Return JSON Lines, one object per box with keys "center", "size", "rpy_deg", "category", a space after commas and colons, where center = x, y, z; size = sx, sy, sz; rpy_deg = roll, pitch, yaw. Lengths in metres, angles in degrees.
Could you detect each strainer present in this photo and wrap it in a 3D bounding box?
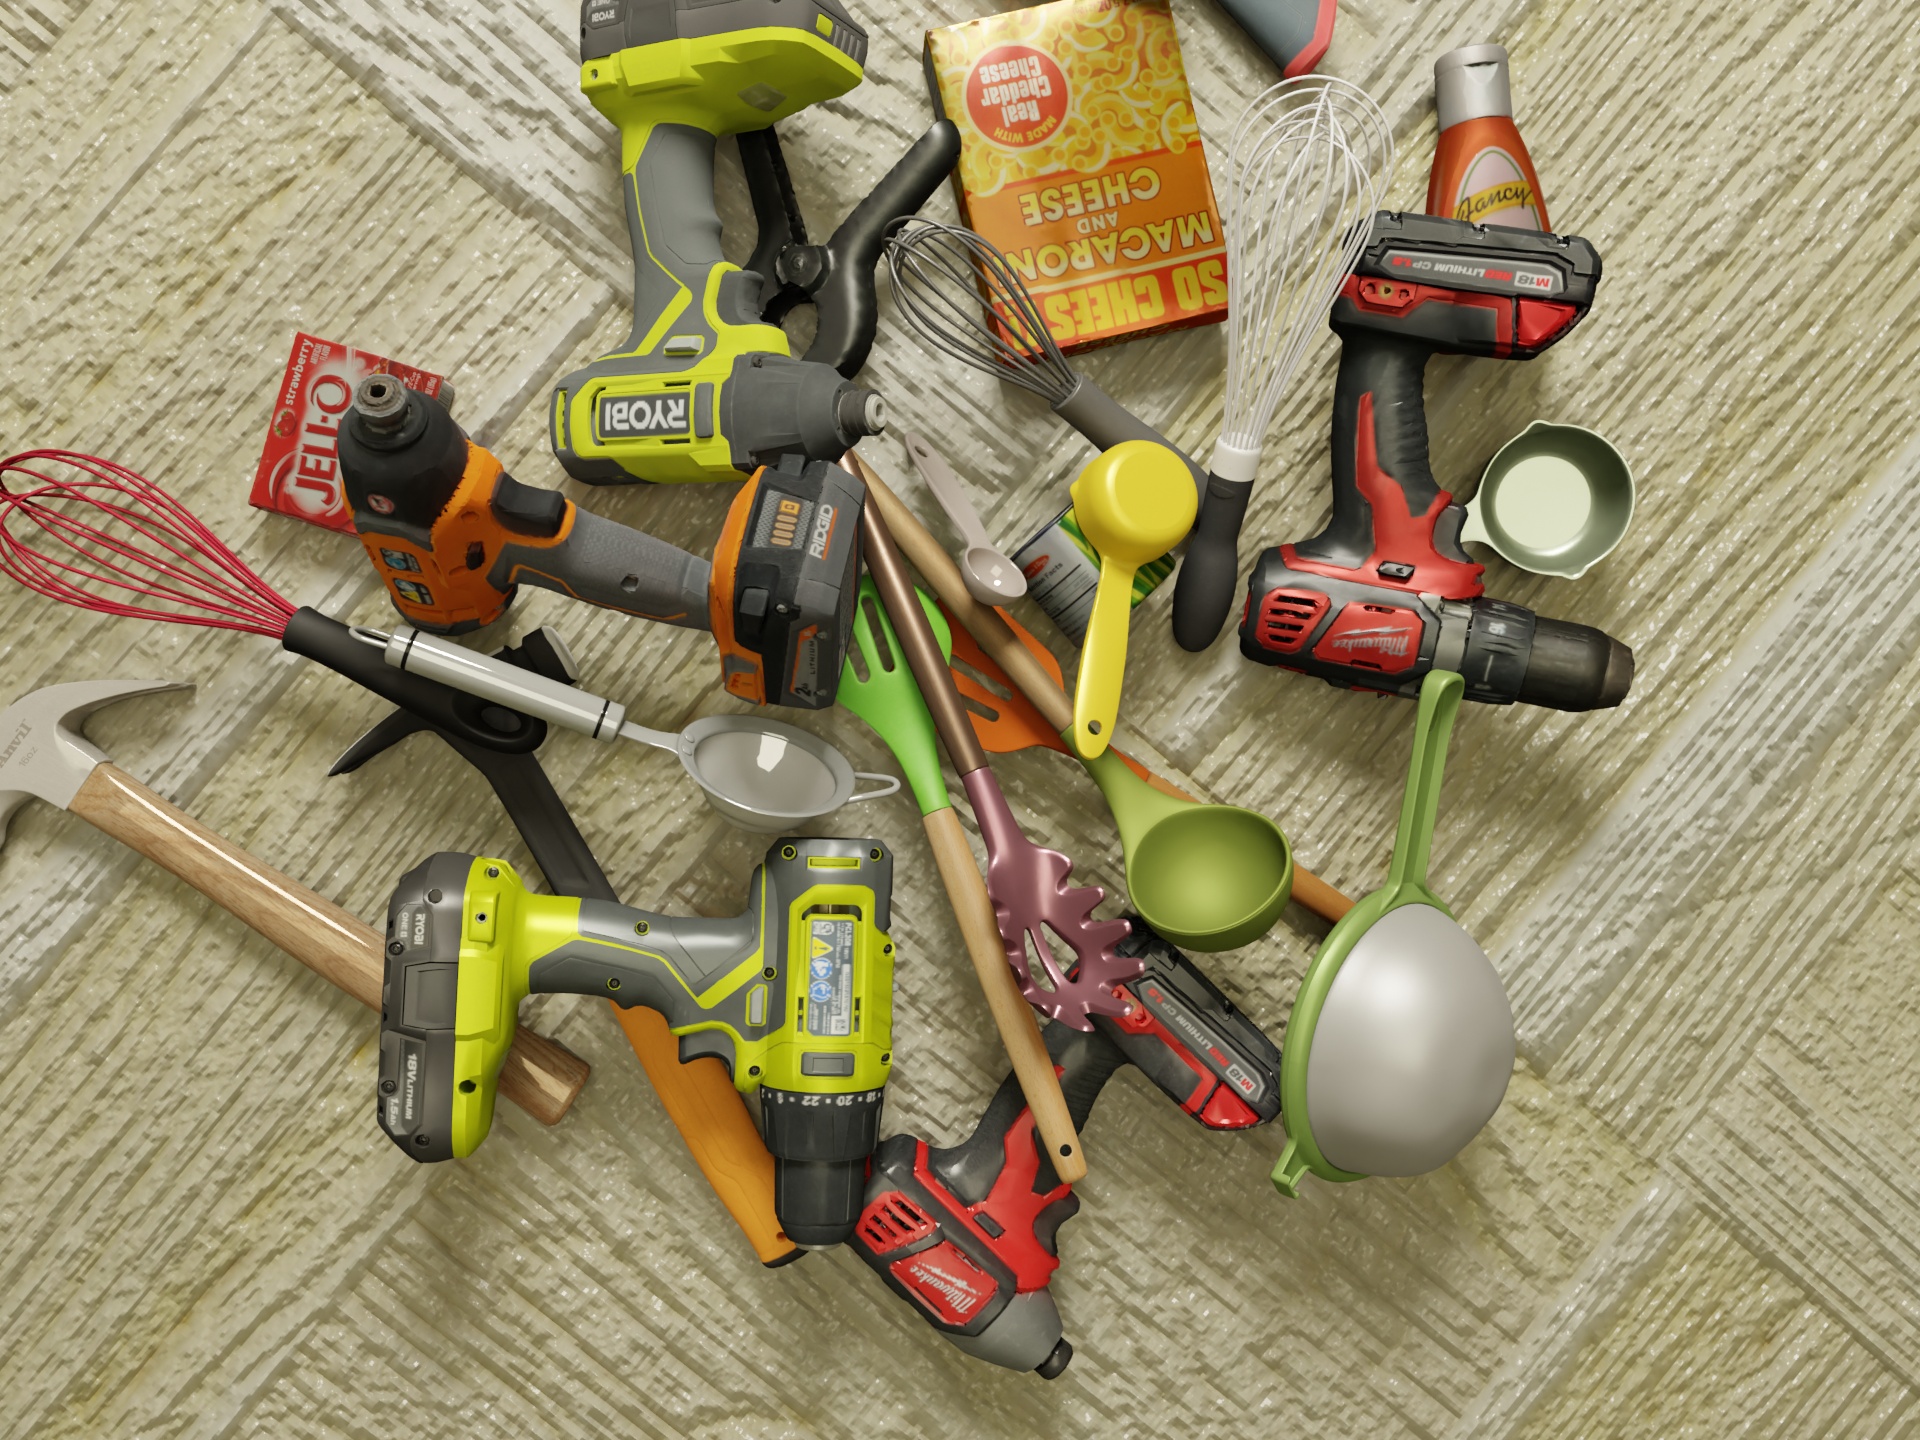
{"center": [0.230, 0.107, 0.753], "size": [0.151, 0.069, 0.256], "rpy_deg": [-2, 102, -43], "category": "strainer"}
{"center": [-0.156, 0.005, 0.740], "size": [0.258, 0.087, 0.050], "rpy_deg": [21, 116, -12], "category": "strainer"}

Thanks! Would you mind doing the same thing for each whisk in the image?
{"center": [0.135, -0.153, 0.742], "size": [0.070, 0.070, 0.284], "rpy_deg": [6, 125, -4], "category": "whisk"}
{"center": [0.054, -0.160, 0.768], "size": [0.238, 0.055, 0.055], "rpy_deg": [35, 88, -27], "category": "whisk"}
{"center": [-0.331, -0.052, 0.752], "size": [0.296, 0.073, 0.073], "rpy_deg": [24, 89, 1], "category": "whisk"}

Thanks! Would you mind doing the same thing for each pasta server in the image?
{"center": [-0.001, -0.002, 0.751], "size": [0.060, 0.040, 0.316], "rpy_deg": [-19, 79, -25], "category": "pasta server"}

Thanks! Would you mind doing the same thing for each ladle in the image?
{"center": [0.038, -0.021, 0.764], "size": [0.078, 0.062, 0.320], "rpy_deg": [-37, 78, -15], "category": "ladle"}

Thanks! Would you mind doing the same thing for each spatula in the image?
{"center": [0.111, 0.044, 0.818], "size": [0.322, 0.041, 0.081], "rpy_deg": [33, 87, -8], "category": "spatula"}

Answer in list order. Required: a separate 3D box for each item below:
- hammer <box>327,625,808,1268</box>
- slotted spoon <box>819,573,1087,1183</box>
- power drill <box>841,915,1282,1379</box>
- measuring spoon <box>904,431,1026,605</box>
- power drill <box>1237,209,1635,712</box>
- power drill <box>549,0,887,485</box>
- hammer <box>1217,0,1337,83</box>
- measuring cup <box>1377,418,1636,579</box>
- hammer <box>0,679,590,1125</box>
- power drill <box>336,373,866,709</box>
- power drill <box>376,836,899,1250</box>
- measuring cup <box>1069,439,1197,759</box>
{"center": [-0.174, 0.127, 0.791], "size": [0.127, 0.034, 0.337], "rpy_deg": [-31, 93, -4], "category": "hammer"}
{"center": [0.000, 0.067, 0.764], "size": [0.070, 0.031, 0.314], "rpy_deg": [-20, 77, -4], "category": "slotted spoon"}
{"center": [0.056, 0.216, 0.790], "size": [0.143, 0.078, 0.219], "rpy_deg": [45, 91, -2], "category": "power drill"}
{"center": [-0.004, -0.098, 0.781], "size": [0.034, 0.124, 0.018], "rpy_deg": [6, 133, -38], "category": "measuring spoon"}
{"center": [0.246, -0.117, 0.769], "size": [0.188, 0.080, 0.226], "rpy_deg": [12, 102, 11], "category": "power drill"}
{"center": [-0.109, -0.223, 0.742], "size": [0.171, 0.080, 0.223], "rpy_deg": [3, 93, 28], "category": "power drill"}
{"center": [0.040, -0.466, 0.799], "size": [0.143, 0.038, 0.386], "rpy_deg": [-42, 93, -1], "category": "hammer"}
{"center": [0.260, -0.101, 0.826], "size": [0.167, 0.038, 0.083], "rpy_deg": [-15, 93, 13], "category": "measuring cup"}
{"center": [-0.327, 0.094, 0.781], "size": [0.331, 0.031, 0.130], "rpy_deg": [34, 89, -4], "category": "hammer"}
{"center": [-0.160, -0.082, 0.706], "size": [0.226, 0.164, 0.084], "rpy_deg": [11, 66, 0], "category": "power drill"}
{"center": [-0.143, 0.147, 0.739], "size": [0.228, 0.080, 0.190], "rpy_deg": [3, 87, -8], "category": "power drill"}
{"center": [0.076, -0.058, 0.736], "size": [0.062, 0.029, 0.157], "rpy_deg": [16, 72, -15], "category": "measuring cup"}
